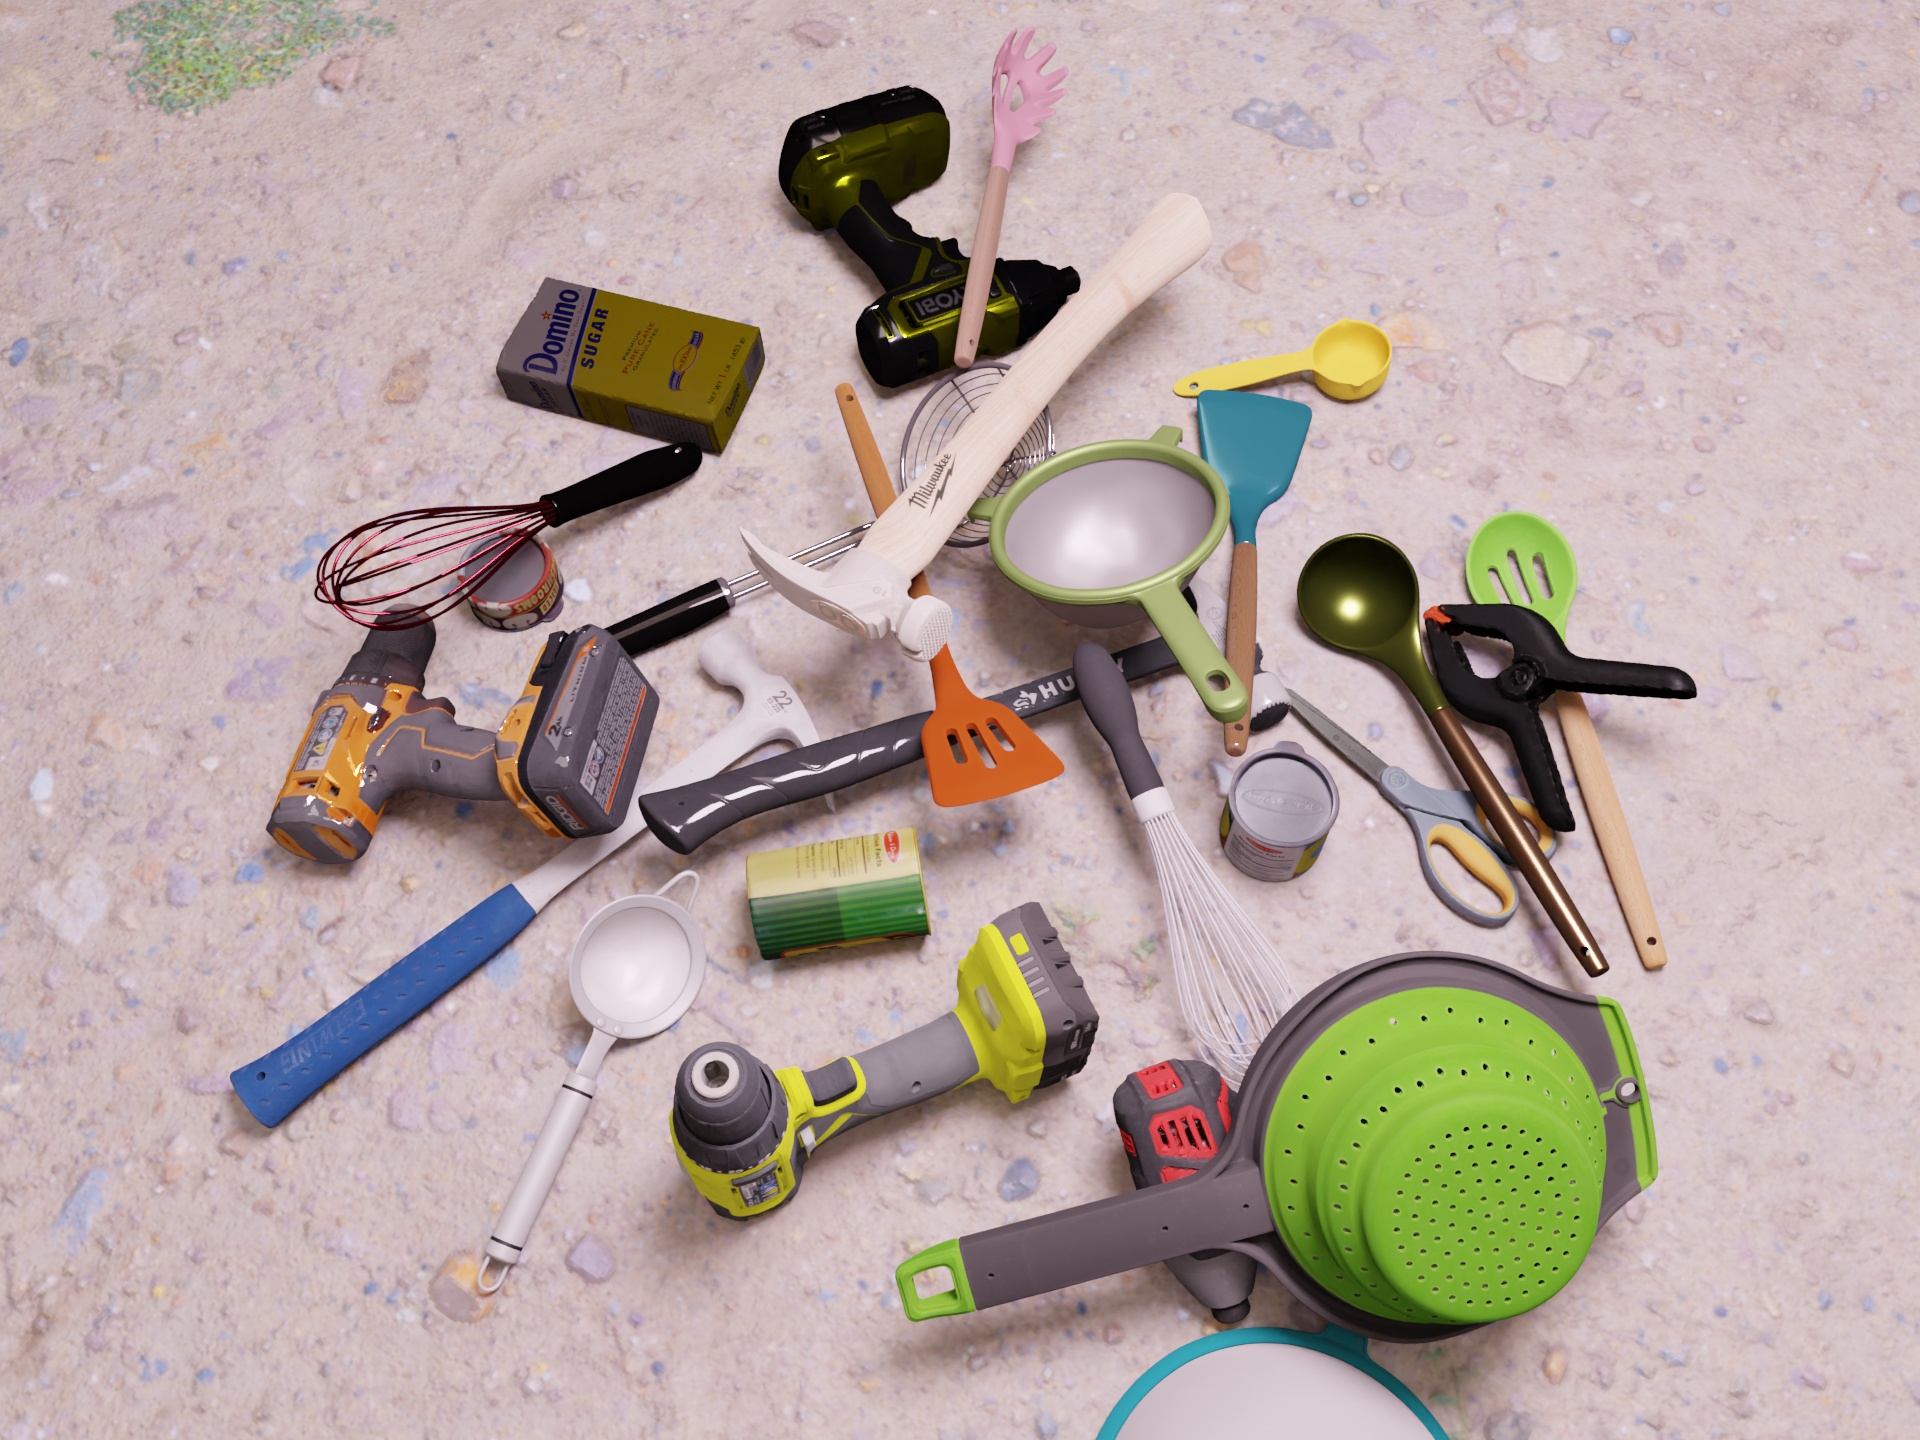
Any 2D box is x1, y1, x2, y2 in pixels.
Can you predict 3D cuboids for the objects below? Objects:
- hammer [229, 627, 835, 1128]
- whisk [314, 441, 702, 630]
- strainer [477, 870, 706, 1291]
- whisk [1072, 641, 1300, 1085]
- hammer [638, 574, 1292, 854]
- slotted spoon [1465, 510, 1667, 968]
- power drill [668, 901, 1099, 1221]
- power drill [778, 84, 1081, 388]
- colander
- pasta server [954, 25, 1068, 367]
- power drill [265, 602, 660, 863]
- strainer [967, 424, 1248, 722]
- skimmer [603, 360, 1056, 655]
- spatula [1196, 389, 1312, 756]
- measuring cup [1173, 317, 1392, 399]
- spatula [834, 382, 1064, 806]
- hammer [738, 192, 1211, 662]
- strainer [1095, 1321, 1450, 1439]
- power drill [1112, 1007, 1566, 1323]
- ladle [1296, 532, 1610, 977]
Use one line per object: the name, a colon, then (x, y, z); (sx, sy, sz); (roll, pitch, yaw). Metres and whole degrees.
hammer: (-0.257, 0.107, 0.981); (0.405, 0.035, 0.144); (-38, 68, -16)
whisk: (-0.288, -0.131, 1.053); (0.073, 0.073, 0.296); (42, 49, 20)
strainer: (-0.220, 0.204, 0.928); (0.086, 0.050, 0.258); (34, 68, -30)
whisk: (0.126, 0.081, 0.943); (0.070, 0.070, 0.285); (-20, 75, -8)
hammer: (-0.002, -0.003, 1.001); (0.409, 0.036, 0.149); (-18, 61, -15)
slotted spoon: (0.391, 0.006, 1.013); (0.070, 0.031, 0.314); (-14, 65, 11)
power drill: (-0.046, 0.183, 0.851); (0.228, 0.190, 0.080); (-22, 64, -13)
power drill: (-0.027, -0.364, 1.193); (0.171, 0.080, 0.223); (-23, 68, -15)
colander: (0.162, 0.244, 0.777); (0.397, 0.094, 0.204); (-15, 96, 0)
pasta server: (0.029, -0.381, 1.150); (0.060, 0.040, 0.316); (27, 56, -29)
power drill: (-0.307, -0.004, 0.997); (0.226, 0.084, 0.185); (-5, 52, 19)
strainer: (0.114, -0.072, 0.972); (0.151, 0.069, 0.257); (-22, 47, -4)
skimmer: (-0.106, -0.126, 1.063); (0.363, 0.090, 0.127); (-25, 65, -10)
spatula: (0.186, -0.103, 1.044); (0.082, 0.044, 0.318); (9, 48, 2)
measuring cup: (0.234, -0.250, 1.157); (0.156, 0.029, 0.062); (-10, 62, 11)
spatula: (-0.027, -0.088, 0.998); (0.081, 0.041, 0.323); (-15, 67, -12)
hammer: (0.032, -0.213, 1.030); (0.146, 0.038, 0.411); (27, 63, 23)
strainer: (0.103, 0.425, 0.770); (0.340, 0.095, 0.211); (-19, 64, -9)
power drill: (0.203, 0.232, 0.861); (0.219, 0.078, 0.143); (-18, 96, -3)
ladle: (0.303, 0.015, 0.980); (0.078, 0.062, 0.320); (-39, 57, 26)
